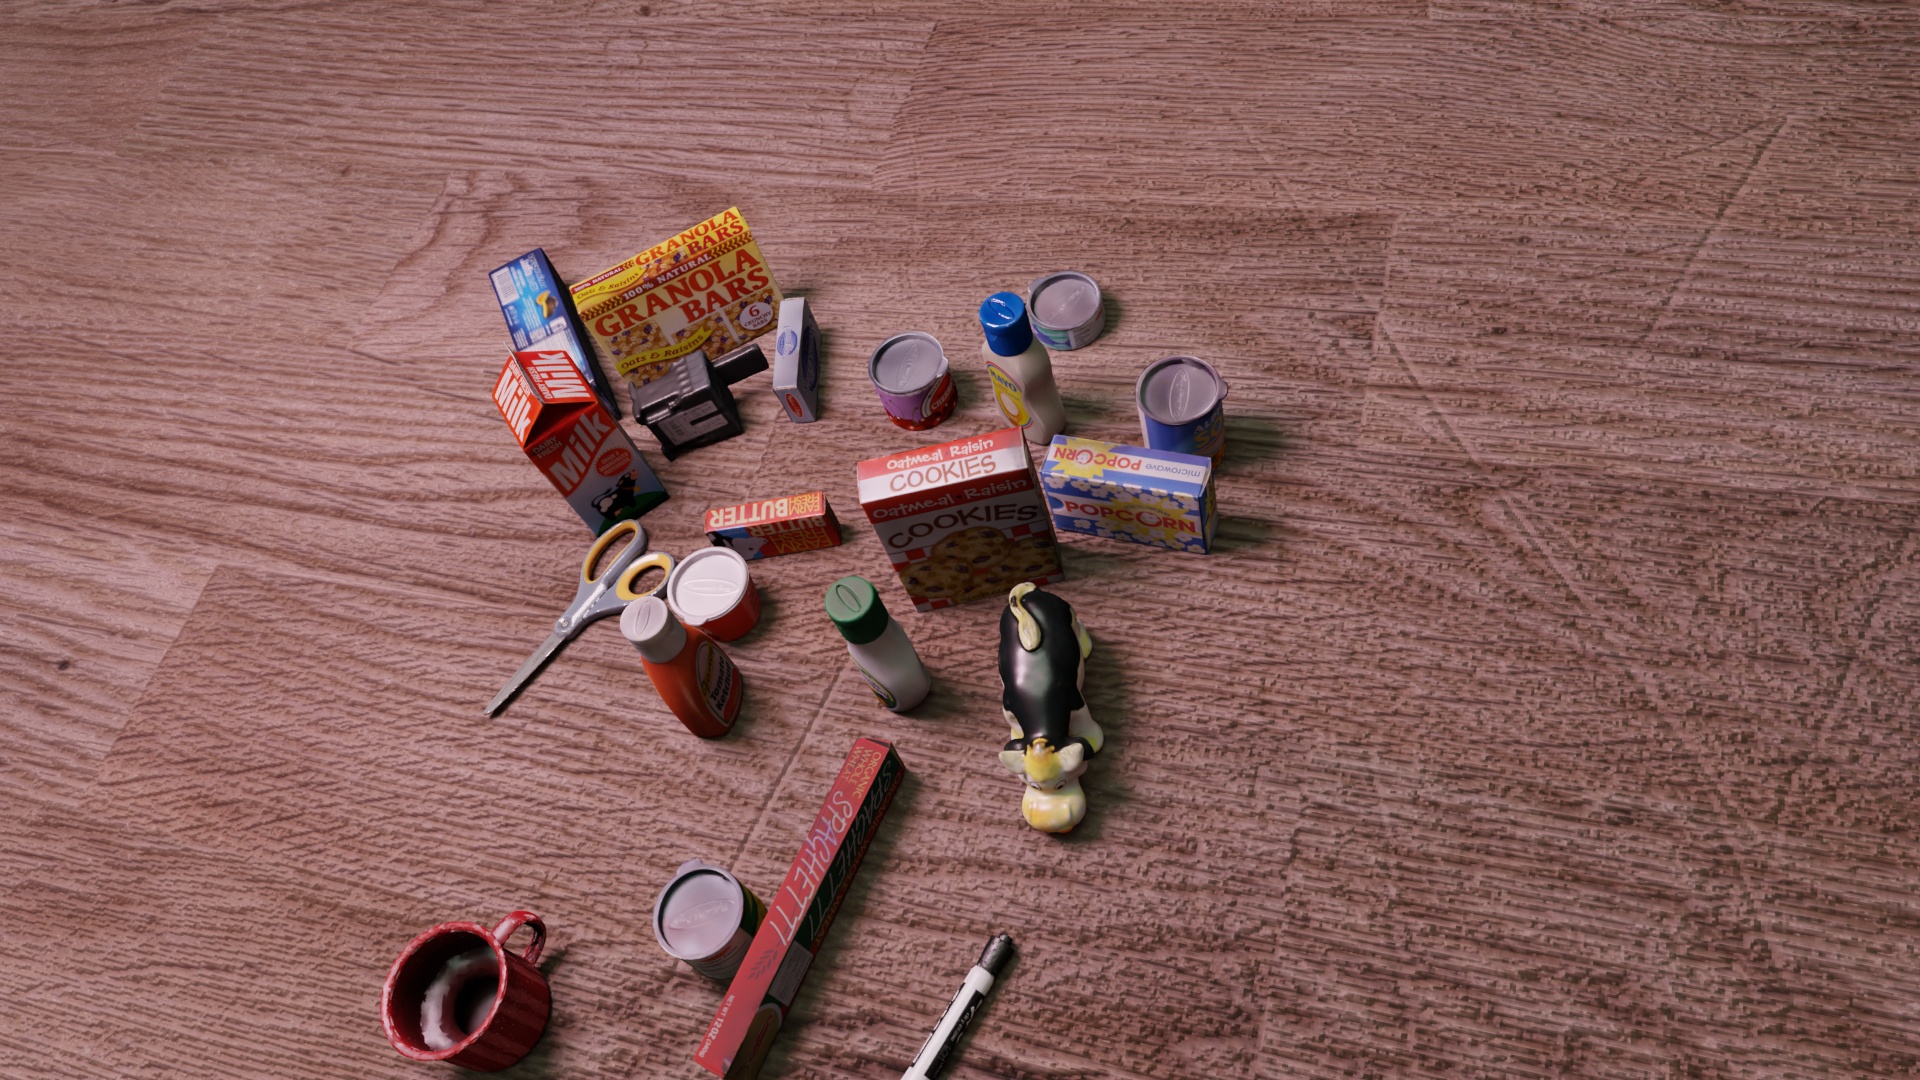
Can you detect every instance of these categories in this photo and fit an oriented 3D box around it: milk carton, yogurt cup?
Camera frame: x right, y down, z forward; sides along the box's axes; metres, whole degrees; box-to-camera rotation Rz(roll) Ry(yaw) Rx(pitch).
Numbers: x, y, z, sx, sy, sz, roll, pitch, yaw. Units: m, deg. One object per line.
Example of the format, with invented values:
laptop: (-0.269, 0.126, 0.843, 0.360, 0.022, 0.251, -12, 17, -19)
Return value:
milk carton: (-0.323, -0.087, 1.158, 0.073, 0.189, 0.072, -34, 57, -7)
yogurt cup: (-0.196, 0.046, 1.125, 0.072, 0.053, 0.073, -7, 58, 11)

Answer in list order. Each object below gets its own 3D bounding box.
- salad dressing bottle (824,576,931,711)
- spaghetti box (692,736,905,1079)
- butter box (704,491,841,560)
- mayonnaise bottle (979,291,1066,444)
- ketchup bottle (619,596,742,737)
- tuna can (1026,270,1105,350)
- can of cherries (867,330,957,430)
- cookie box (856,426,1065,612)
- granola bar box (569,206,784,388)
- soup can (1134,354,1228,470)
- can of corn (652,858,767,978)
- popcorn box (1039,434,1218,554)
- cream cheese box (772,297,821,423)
salad dressing bottle: (-0.061, 0.076, 1.016, 0.044, 0.147, 0.064, -38, 58, -9)
spaghetti box: (-0.108, 0.256, 0.975, 0.029, 0.050, 0.251, 16, 64, 23)
butter box: (-0.154, -0.010, 1.150, 0.103, 0.053, 0.024, -9, 58, 9)
mayonnaise bottle: (0.047, -0.140, 1.121, 0.041, 0.147, 0.065, -44, 59, -13)
ketchup bottle: (-0.209, 0.092, 1.043, 0.043, 0.148, 0.065, -1, 59, 14)
tuna can: (0.091, -0.202, 1.217, 0.071, 0.032, 0.071, -6, 58, 11)
can of cherries: (-0.038, -0.136, 1.194, 0.071, 0.058, 0.072, -7, 58, 11)
cookie box: (0.004, -0.013, 1.042, 0.123, 0.166, 0.040, -13, 57, 7)
granola bar box: (-0.250, -0.215, 1.258, 0.166, 0.123, 0.039, -27, 57, -3)
soup can: (0.178, -0.095, 1.099, 0.071, 0.083, 0.071, -7, 58, 11)
can of corn: (-0.175, 0.267, 0.980, 0.071, 0.058, 0.071, -7, 58, 11)
popcorn box: (0.132, -0.035, 1.072, 0.127, 0.085, 0.038, 10, 63, 20)
cream cheese box: (-0.145, -0.161, 1.240, 0.024, 0.053, 0.104, -7, 58, 11)
